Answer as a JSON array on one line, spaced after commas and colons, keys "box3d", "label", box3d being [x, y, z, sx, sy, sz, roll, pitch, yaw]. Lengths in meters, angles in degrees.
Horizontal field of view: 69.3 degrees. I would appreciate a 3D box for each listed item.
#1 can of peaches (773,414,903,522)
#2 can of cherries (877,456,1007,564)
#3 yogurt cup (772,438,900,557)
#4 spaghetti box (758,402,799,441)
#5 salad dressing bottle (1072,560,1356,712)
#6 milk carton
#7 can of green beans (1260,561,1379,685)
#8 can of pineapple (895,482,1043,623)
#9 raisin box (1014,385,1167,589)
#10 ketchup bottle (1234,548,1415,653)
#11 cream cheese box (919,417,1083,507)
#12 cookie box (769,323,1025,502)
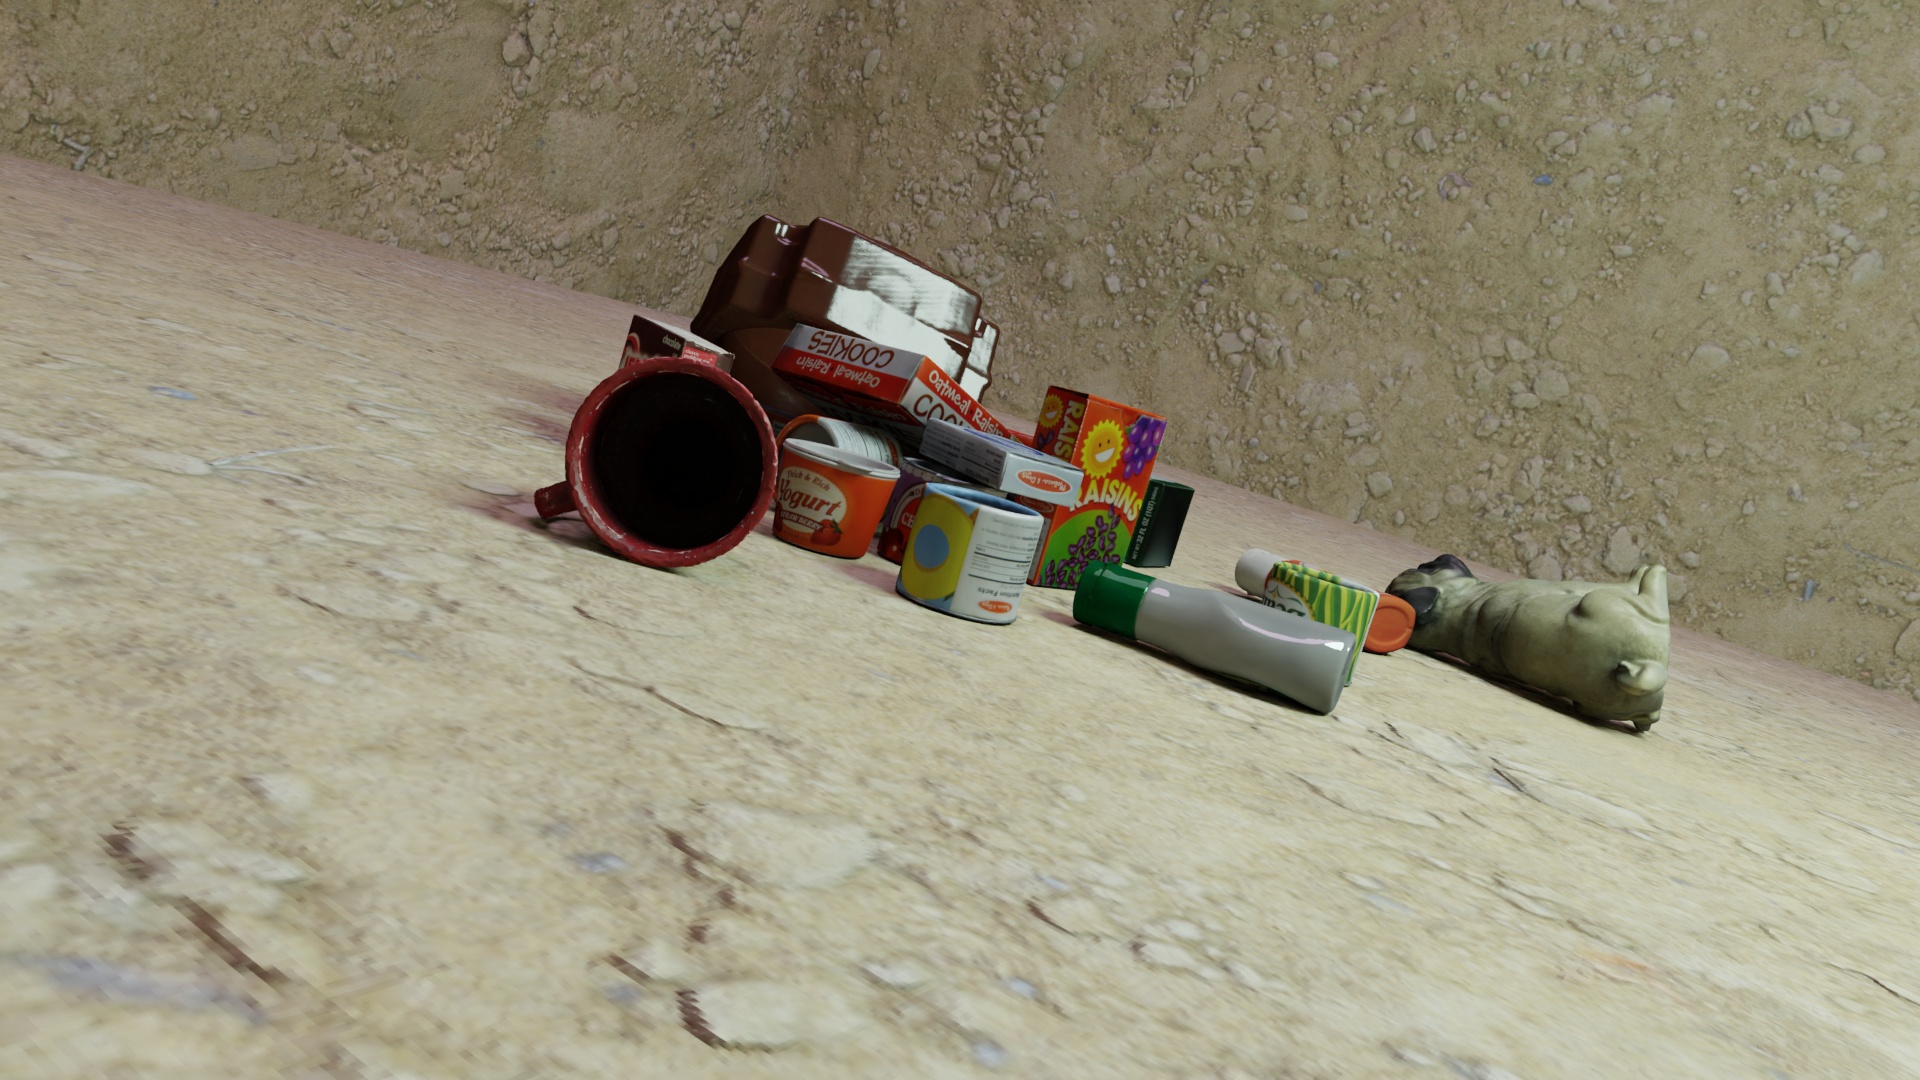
[{"box3d": [-0.080, -0.042, 0.870, 0.071, 0.071, 0.058, 22, 10, 39], "label": "can of peaches"}, {"box3d": [-0.012, -0.013, 0.820, 0.071, 0.058, 0.071, 17, 8, -2], "label": "can of cherries"}, {"box3d": [-0.073, -0.023, 0.784, 0.072, 0.054, 0.072, 16, 7, -2], "label": "yogurt cup"}, {"box3d": [-0.149, -0.074, 1.001, 0.250, 0.050, 0.029, 22, 7, 36], "label": "spaghetti box"}, {"box3d": [0.134, 0.048, 0.748, 0.148, 0.044, 0.064, 18, 10, 21], "label": "salad dressing bottle"}, {"box3d": [0.091, -0.040, 1.172, 0.191, 0.072, 0.073, 22, 9, 28], "label": "milk carton"}, {"box3d": [0.213, 0.049, 0.841, 0.071, 0.057, 0.071, 16, 8, -2], "label": "can of green beans"}, {"box3d": [0.004, 0.005, 0.725, 0.071, 0.057, 0.071, 16, 8, -2], "label": "can of pineapple"}, {"box3d": [0.079, -0.031, 0.896, 0.086, 0.123, 0.040, 9, 10, -46], "label": "raisin box"}, {"box3d": [0.270, 0.043, 1.058, 0.065, 0.043, 0.149, 11, 9, -32], "label": "ketchup bottle"}, {"box3d": [0.022, -0.047, 0.820, 0.053, 0.024, 0.104, 13, 8, -31], "label": "cream cheese box"}, {"box3d": [-0.030, -0.078, 0.933, 0.123, 0.040, 0.167, 19, -12, 40], "label": "cookie box"}]
